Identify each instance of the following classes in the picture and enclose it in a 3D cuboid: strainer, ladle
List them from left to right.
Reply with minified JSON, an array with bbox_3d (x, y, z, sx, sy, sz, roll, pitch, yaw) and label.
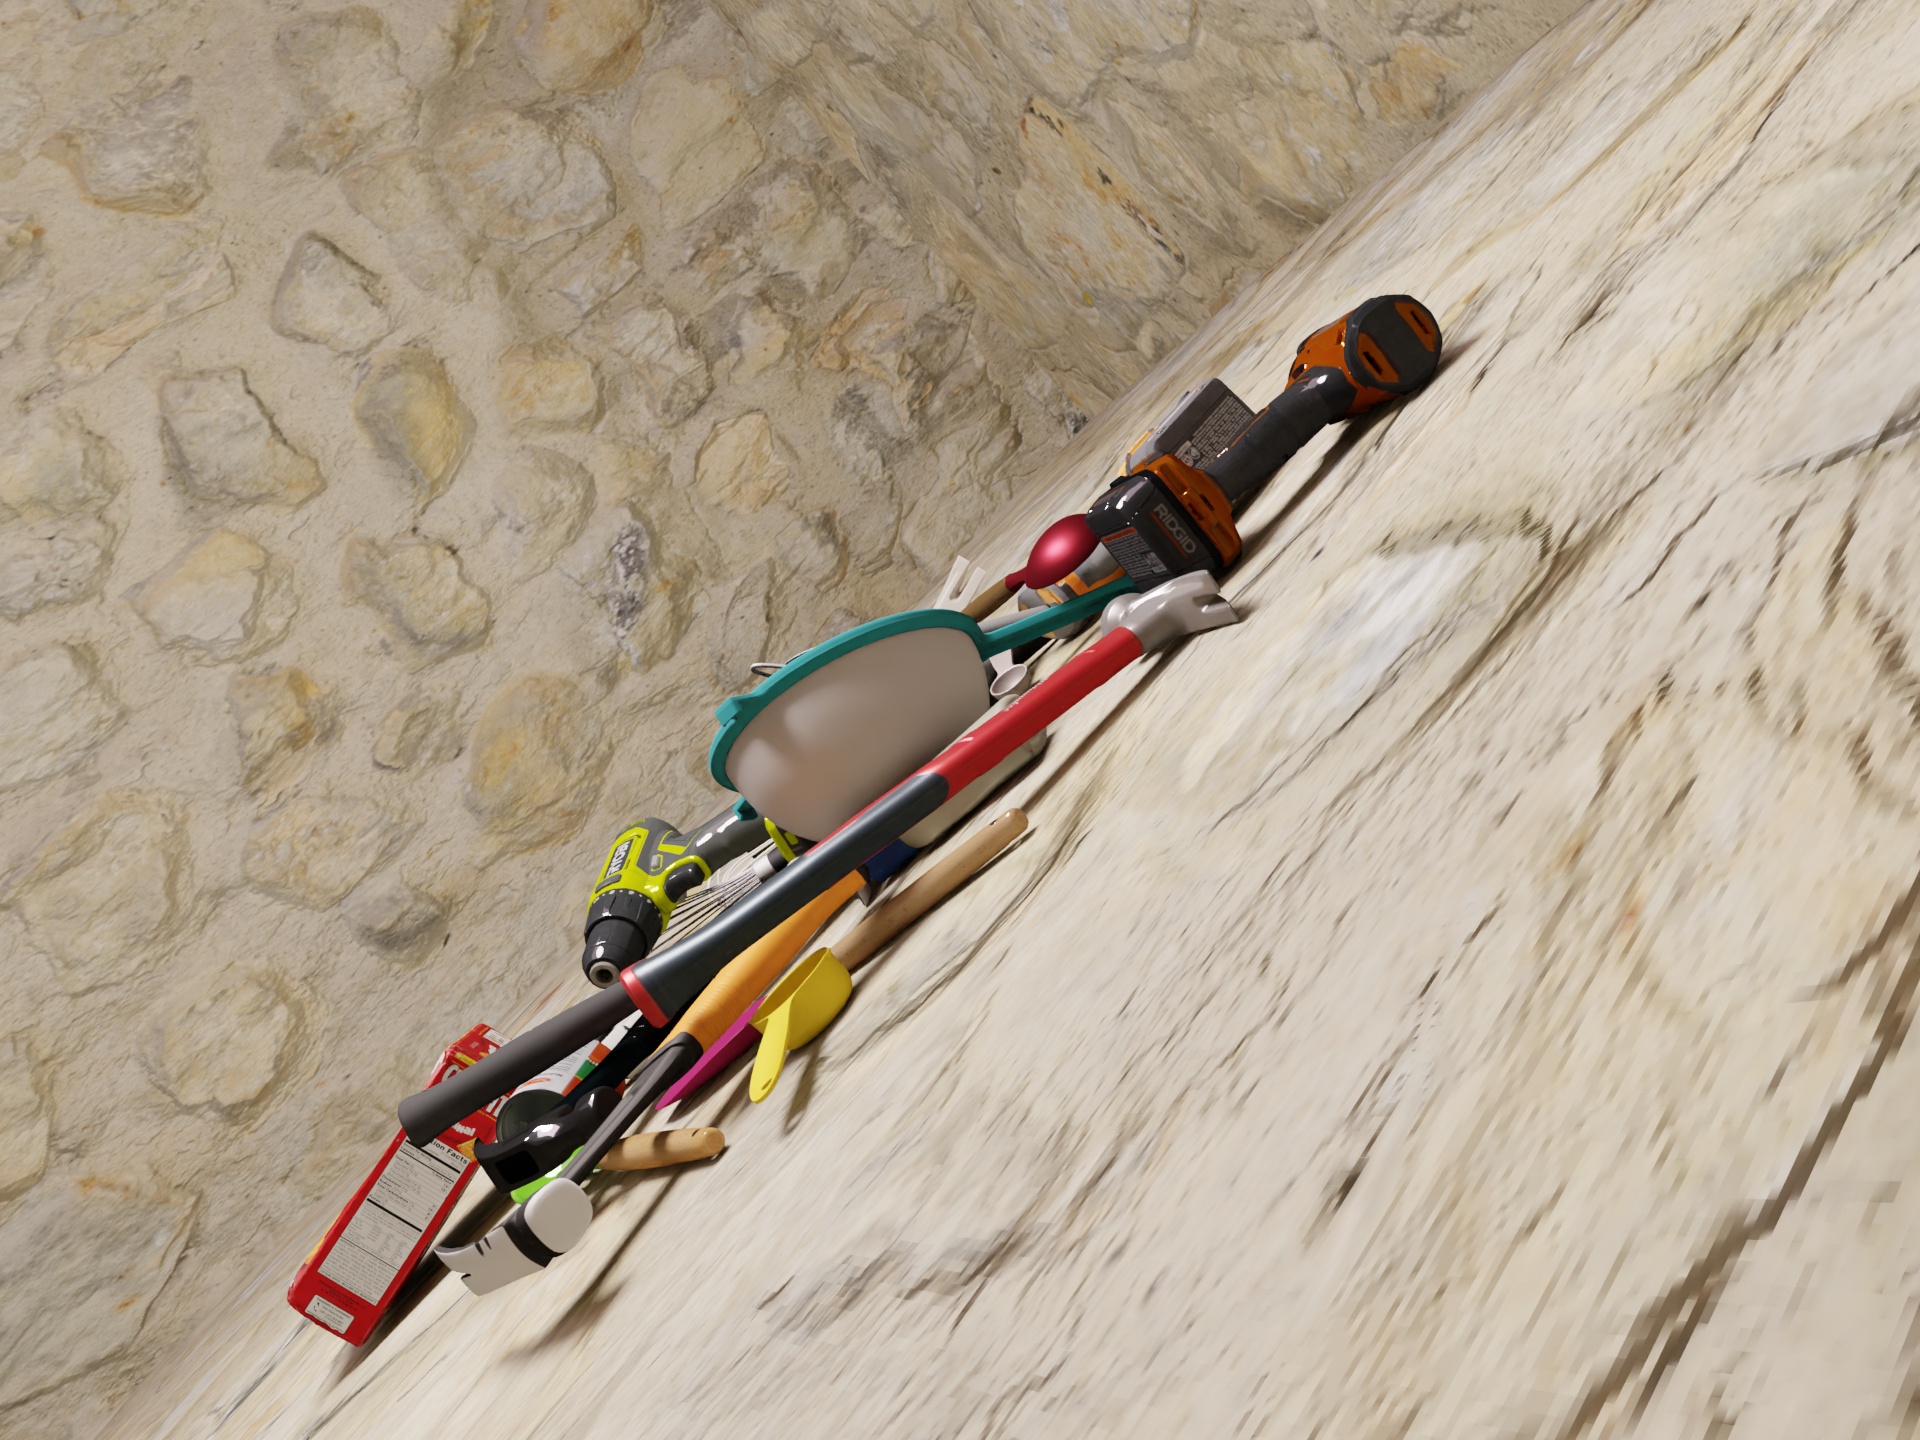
[{"bbox_3d":[-0.024,-0.050,1.161,0.258,0.050,0.087,-16,-15,-20],"label":"strainer"},{"bbox_3d":[-0.002,-0.004,1.105,0.340,0.095,0.210,-24,-20,-14],"label":"strainer"},{"bbox_3d":[0.034,-0.101,1.241,0.069,0.031,0.315,-55,8,-19],"label":"ladle"}]

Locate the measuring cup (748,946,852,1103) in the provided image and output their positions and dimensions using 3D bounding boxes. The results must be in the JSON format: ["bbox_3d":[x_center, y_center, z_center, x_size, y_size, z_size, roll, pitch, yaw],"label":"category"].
[{"bbox_3d":[-0.083,0.163,0.806,0.062,0.029,0.156,-43,10,9],"label":"measuring cup"}]

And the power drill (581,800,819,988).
[{"bbox_3d":[-0.195,0.113,1.257,0.228,0.080,0.191,-27,22,14],"label":"power drill"}]

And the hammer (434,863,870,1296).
[{"bbox_3d":[-0.151,0.179,0.889,0.127,0.034,0.337,-36,8,43],"label":"hammer"}]

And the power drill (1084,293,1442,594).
[{"bbox_3d":[0.193,-0.179,1.041,0.226,0.084,0.164,-40,6,-4],"label":"power drill"}]

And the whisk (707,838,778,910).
[{"bbox_3d":[-0.134,0.089,1.446,0.246,0.059,0.057,-43,-22,-30],"label":"whisk"}]

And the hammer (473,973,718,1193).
[{"bbox_3d":[-0.214,0.216,1.062,0.128,0.033,0.331,-31,5,18],"label":"hammer"}]

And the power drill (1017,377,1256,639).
[{"bbox_3d":[0.150,-0.170,1.234,0.185,0.084,0.226,-48,3,-33],"label":"power drill"}]

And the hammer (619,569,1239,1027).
[{"bbox_3d":[-0.017,0.039,0.874,0.386,0.038,0.143,-36,6,-13],"label":"hammer"}]

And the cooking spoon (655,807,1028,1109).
[{"bbox_3d":[-0.075,0.141,0.908,0.319,0.017,0.069,-41,5,28],"label":"cooking spoon"}]

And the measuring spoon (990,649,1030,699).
[{"bbox_3d":[0.038,-0.044,1.265,0.034,0.018,0.124,-35,22,10],"label":"measuring spoon"}]

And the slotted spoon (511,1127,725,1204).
[{"bbox_3d":[-0.198,0.253,0.921,0.070,0.031,0.314,-46,9,-33],"label":"slotted spoon"}]

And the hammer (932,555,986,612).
[{"bbox_3d":[-0.053,-0.053,1.368,0.146,0.038,0.411,-60,-2,15],"label":"hammer"}]

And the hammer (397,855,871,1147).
[{"bbox_3d":[-0.204,0.173,1.030,0.335,0.035,0.146,-30,5,-25],"label":"hammer"}]

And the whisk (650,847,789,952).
[{"bbox_3d":[-0.190,0.144,1.344,0.284,0.070,0.070,-35,8,4],"label":"whisk"}]

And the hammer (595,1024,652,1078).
[{"bbox_3d":[-0.326,0.295,1.368,0.149,0.036,0.409,-46,7,-8],"label":"hammer"}]
